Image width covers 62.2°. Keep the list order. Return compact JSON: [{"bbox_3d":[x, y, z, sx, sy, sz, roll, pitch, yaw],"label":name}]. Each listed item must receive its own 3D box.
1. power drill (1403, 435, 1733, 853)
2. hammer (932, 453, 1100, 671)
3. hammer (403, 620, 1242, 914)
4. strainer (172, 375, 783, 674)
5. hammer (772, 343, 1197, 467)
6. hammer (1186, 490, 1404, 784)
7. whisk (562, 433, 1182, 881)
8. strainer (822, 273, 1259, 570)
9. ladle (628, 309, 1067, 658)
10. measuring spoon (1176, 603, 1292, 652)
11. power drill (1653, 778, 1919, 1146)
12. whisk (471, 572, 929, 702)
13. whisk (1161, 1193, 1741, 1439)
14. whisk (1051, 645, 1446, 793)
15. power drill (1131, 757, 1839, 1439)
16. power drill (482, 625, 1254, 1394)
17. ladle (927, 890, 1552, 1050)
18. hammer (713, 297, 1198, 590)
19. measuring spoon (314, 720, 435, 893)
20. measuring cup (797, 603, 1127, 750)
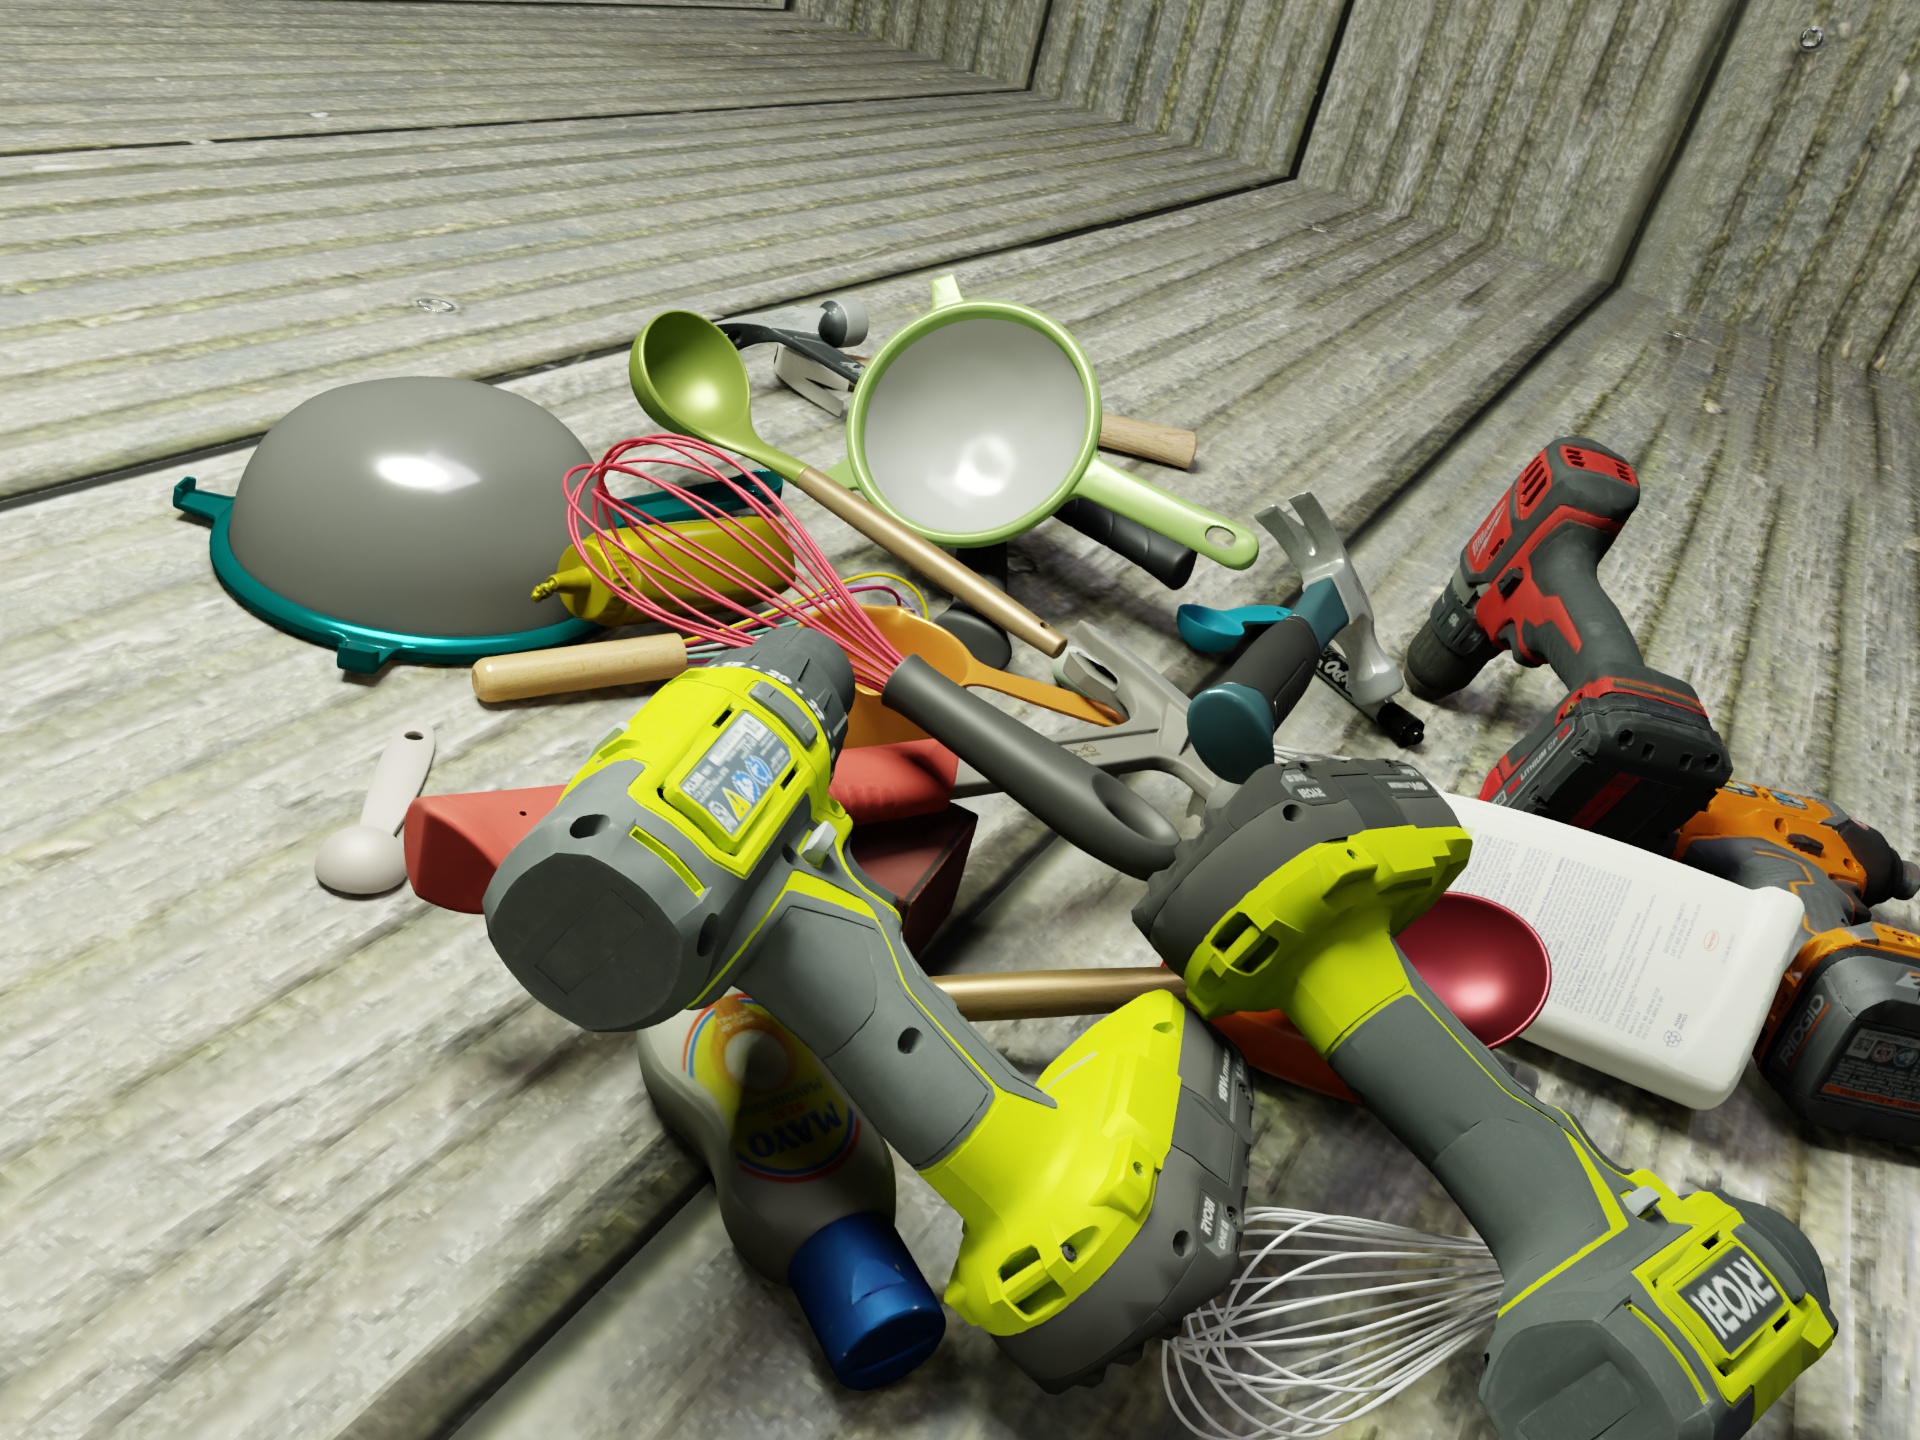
[{"bbox_3d":[0.311,-0.021,0.865,0.080,0.187,0.227,14,47,-12],"label":"power drill"},{"bbox_3d":[0.020,-0.119,1.003,0.146,0.035,0.335,12,30,-5],"label":"hammer"},{"bbox_3d":[-0.038,0.019,0.627,0.359,0.036,0.149,-7,37,-37],"label":"hammer"},{"bbox_3d":[-0.224,-0.136,0.857,0.211,0.095,0.340,35,37,32],"label":"strainer"},{"bbox_3d":[0.020,-0.243,1.218,0.331,0.031,0.130,13,29,-5],"label":"hammer"},{"bbox_3d":[0.162,-0.034,0.769,0.033,0.128,0.331,-22,6,25],"label":"hammer"},{"bbox_3d":[-0.038,-0.027,0.616,0.296,0.073,0.073,34,34,16],"label":"whisk"},{"bbox_3d":[0.058,-0.142,0.925,0.256,0.151,0.069,28,-4,16],"label":"strainer"},{"bbox_3d":[-0.065,-0.133,0.888,0.320,0.062,0.078,36,38,21],"label":"ladle"},{"bbox_3d":[0.175,-0.057,0.992,0.042,0.021,0.128,34,25,31],"label":"measuring spoon"},{"bbox_3d":[0.427,0.104,0.765,0.164,0.084,0.227,12,26,-6],"label":"power drill"},{"bbox_3d":[-0.122,-0.040,0.796,0.245,0.047,0.051,-10,39,-32],"label":"whisk"},{"bbox_3d":[0.181,0.189,0.535,0.284,0.070,0.070,3,31,-31],"label":"whisk"},{"bbox_3d":[0.145,0.016,0.818,0.246,0.059,0.057,29,20,32],"label":"whisk"},{"bbox_3d":[0.171,0.119,0.508,0.171,0.080,0.223,0,46,-48],"label":"power drill"},{"bbox_3d":[-0.016,0.073,0.495,0.228,0.080,0.191,44,26,-7],"label":"power drill"},{"bbox_3d":[0.065,0.102,0.600,0.315,0.031,0.069,-2,55,-5],"label":"ladle"},{"bbox_3d":[-0.005,-0.189,1.041,0.149,0.036,0.409,-19,43,-41],"label":"hammer"},{"bbox_3d":[-0.234,0.028,0.651,0.034,0.018,0.124,9,29,-10],"label":"measuring spoon"},{"bbox_3d":[-0.001,-0.002,0.778,0.173,0.052,0.095,16,29,-2],"label":"measuring cup"}]
